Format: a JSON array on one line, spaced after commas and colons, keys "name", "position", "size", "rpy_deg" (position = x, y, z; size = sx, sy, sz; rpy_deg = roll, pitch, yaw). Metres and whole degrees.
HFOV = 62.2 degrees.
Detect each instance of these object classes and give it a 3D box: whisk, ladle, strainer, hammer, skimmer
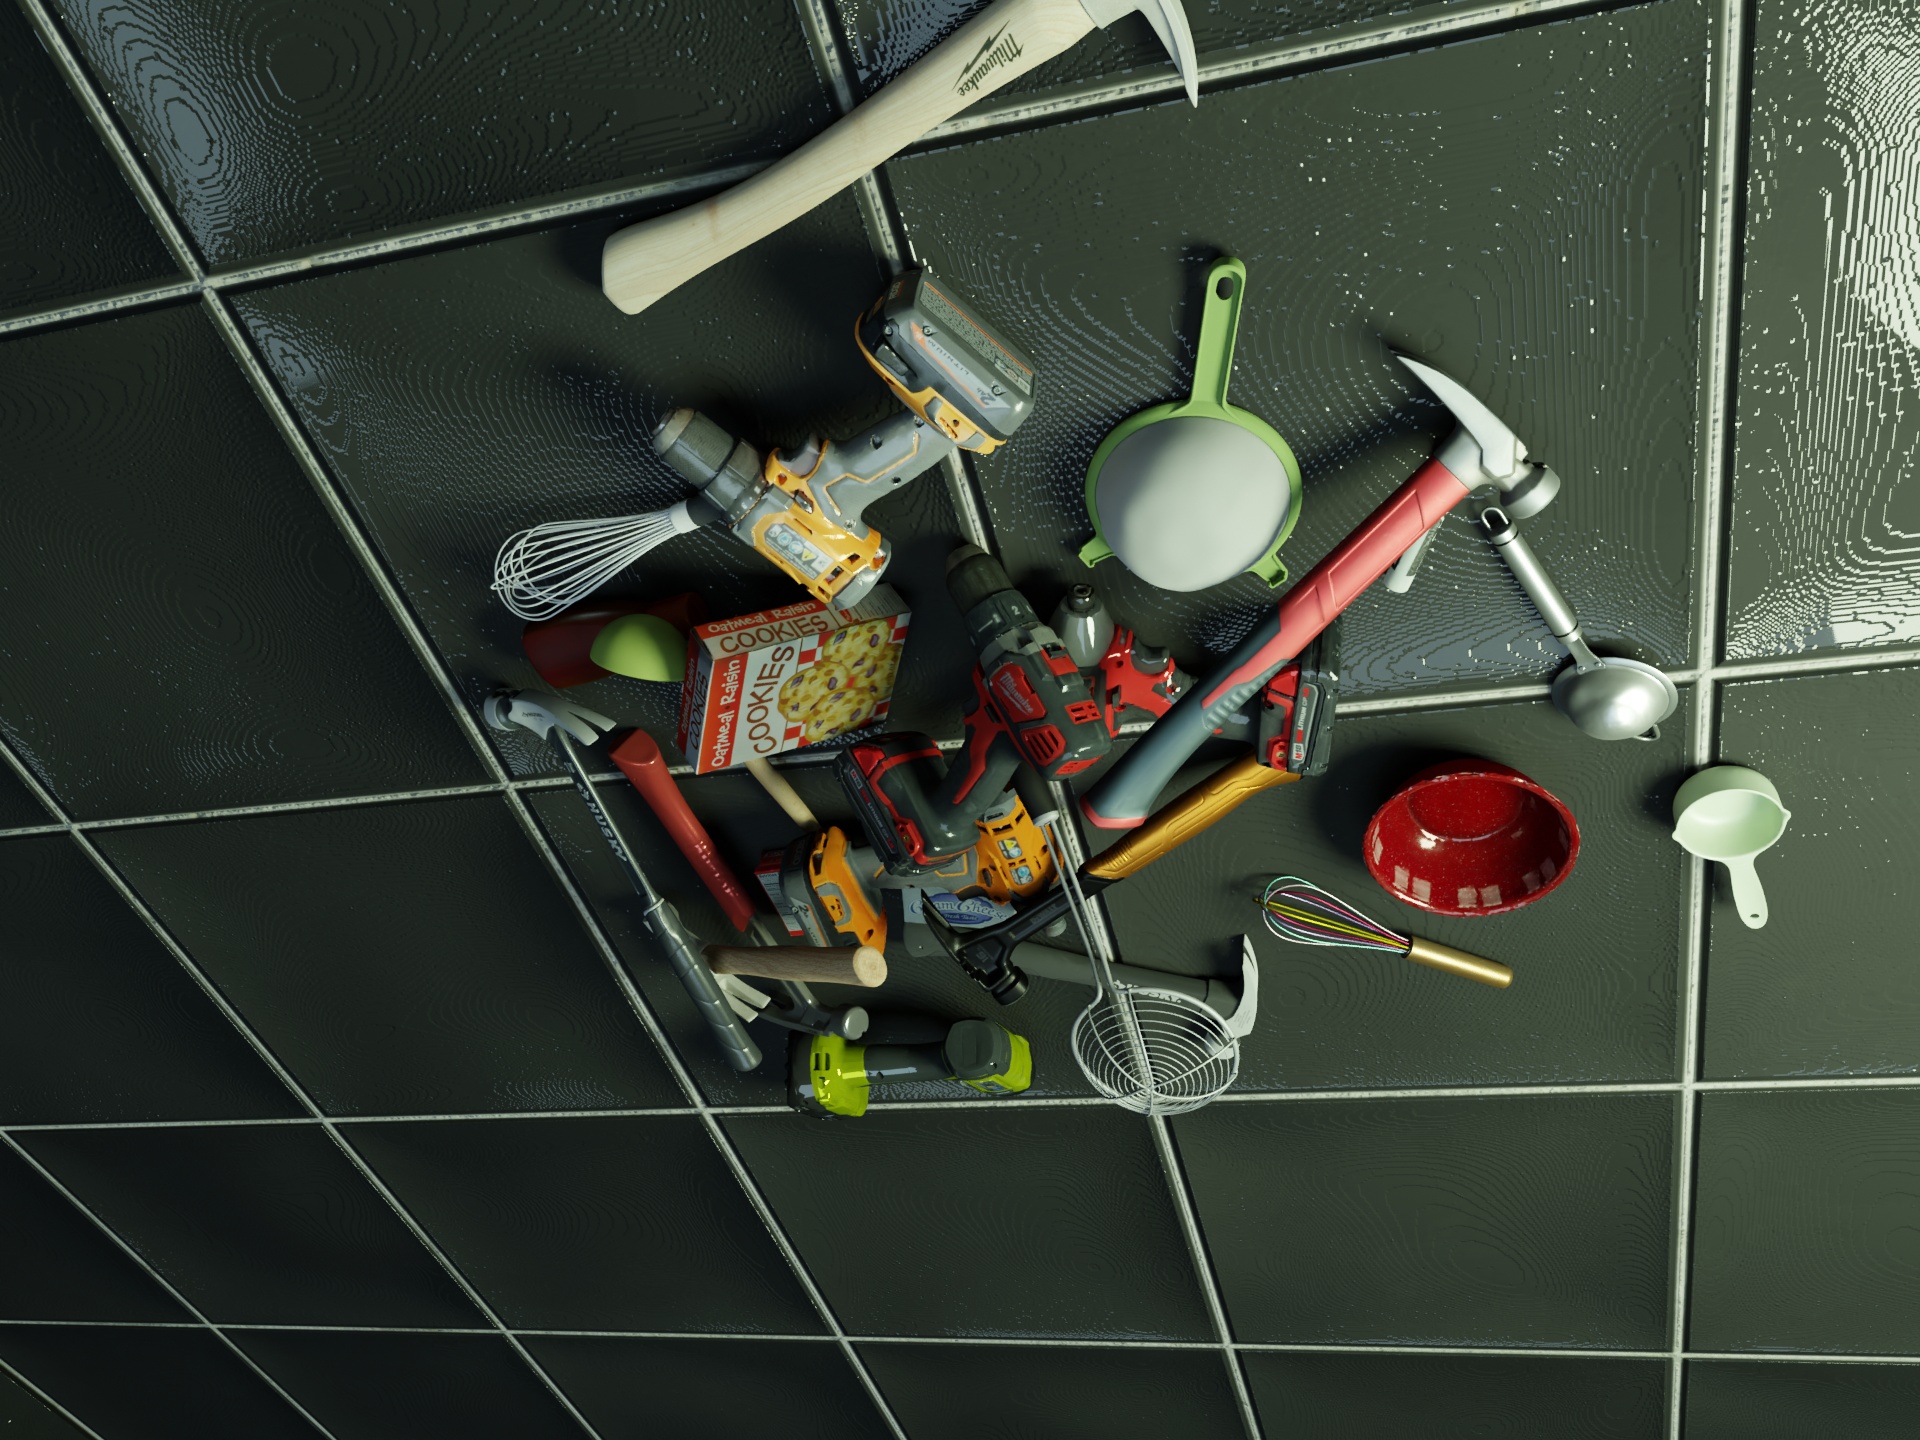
[{"name": "whisk", "position": [0.365, 0.187, 1.374], "size": [0.245, 0.051, 0.047], "rpy_deg": [18, 154, -10]}, {"name": "ladle", "position": [-0.193, 0.020, 1.291], "size": [0.078, 0.062, 0.319], "rpy_deg": [26, 160, 38]}, {"name": "strainer", "position": [0.160, -0.178, 1.060], "size": [0.151, 0.069, 0.256], "rpy_deg": [7, 134, 5]}, {"name": "hammer", "position": [-0.217, 0.154, 1.447], "size": [0.149, 0.037, 0.358], "rpy_deg": [3, 132, 45]}, {"name": "hammer", "position": [0.110, 0.225, 1.460], "size": [0.335, 0.035, 0.146], "rpy_deg": [12, 134, 1]}, {"name": "skimmer", "position": [0.101, 0.132, 1.238], "size": [0.127, 0.363, 0.090], "rpy_deg": [-29, 163, 29]}, {"name": "hammer", "position": [0.210, -0.071, 1.082], "size": [0.143, 0.038, 0.386], "rpy_deg": [40, 111, -13]}, {"name": "hammer", "position": [-0.057, -0.348, 0.976], "size": [0.410, 0.038, 0.146], "rpy_deg": [-22, 125, 29]}, {"name": "hammer", "position": [-0.163, 0.213, 1.389], "size": [0.331, 0.031, 0.130], "rpy_deg": [-10, 122, 54]}, {"name": "strainer", "position": [0.435, -0.056, 1.135], "size": [0.087, 0.050, 0.258], "rpy_deg": [-17, 124, 43]}, {"name": "hammer", "position": [-0.271, 0.147, 1.382], "size": [0.149, 0.036, 0.408], "rpy_deg": [4, 127, 46]}, {"name": "hammer", "position": [0.129, 0.104, 1.282], "size": [0.337, 0.034, 0.127], "rpy_deg": [-35, 116, 15]}, {"name": "whisk", "position": [-0.232, -0.141, 1.189], "size": [0.284, 0.070, 0.070], "rpy_deg": [-17, 126, 20]}]

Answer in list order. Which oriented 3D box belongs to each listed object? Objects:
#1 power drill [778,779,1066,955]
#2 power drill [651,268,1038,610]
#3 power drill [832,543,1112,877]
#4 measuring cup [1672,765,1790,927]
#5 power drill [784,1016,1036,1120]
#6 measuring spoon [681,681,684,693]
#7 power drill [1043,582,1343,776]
[{"name": "power drill", "position": [-0.022, 0.142, 1.359], "size": [0.226, 0.084, 0.164], "rpy_deg": [-18, 118, 14]}, {"name": "power drill", "position": [-0.082, -0.197, 1.071], "size": [0.185, 0.084, 0.226], "rpy_deg": [37, 122, -20]}, {"name": "power drill", "position": [-0.002, -0.004, 1.202], "size": [0.226, 0.080, 0.188], "rpy_deg": [-43, 69, 40]}, {"name": "measuring cup", "position": [0.605, 0.099, 1.240], "size": [0.083, 0.038, 0.167], "rpy_deg": [-15, 129, 24]}, {"name": "power drill", "position": [-0.044, 0.340, 1.552], "size": [0.223, 0.080, 0.171], "rpy_deg": [-8, 156, 16]}, {"name": "measuring spoon", "position": [-0.216, 0.001, 1.344], "size": [0.034, 0.018, 0.124], "rpy_deg": [11, 140, 2]}, {"name": "power drill", "position": [0.169, -0.034, 1.188], "size": [0.219, 0.079, 0.143], "rpy_deg": [6, 132, 11]}]
